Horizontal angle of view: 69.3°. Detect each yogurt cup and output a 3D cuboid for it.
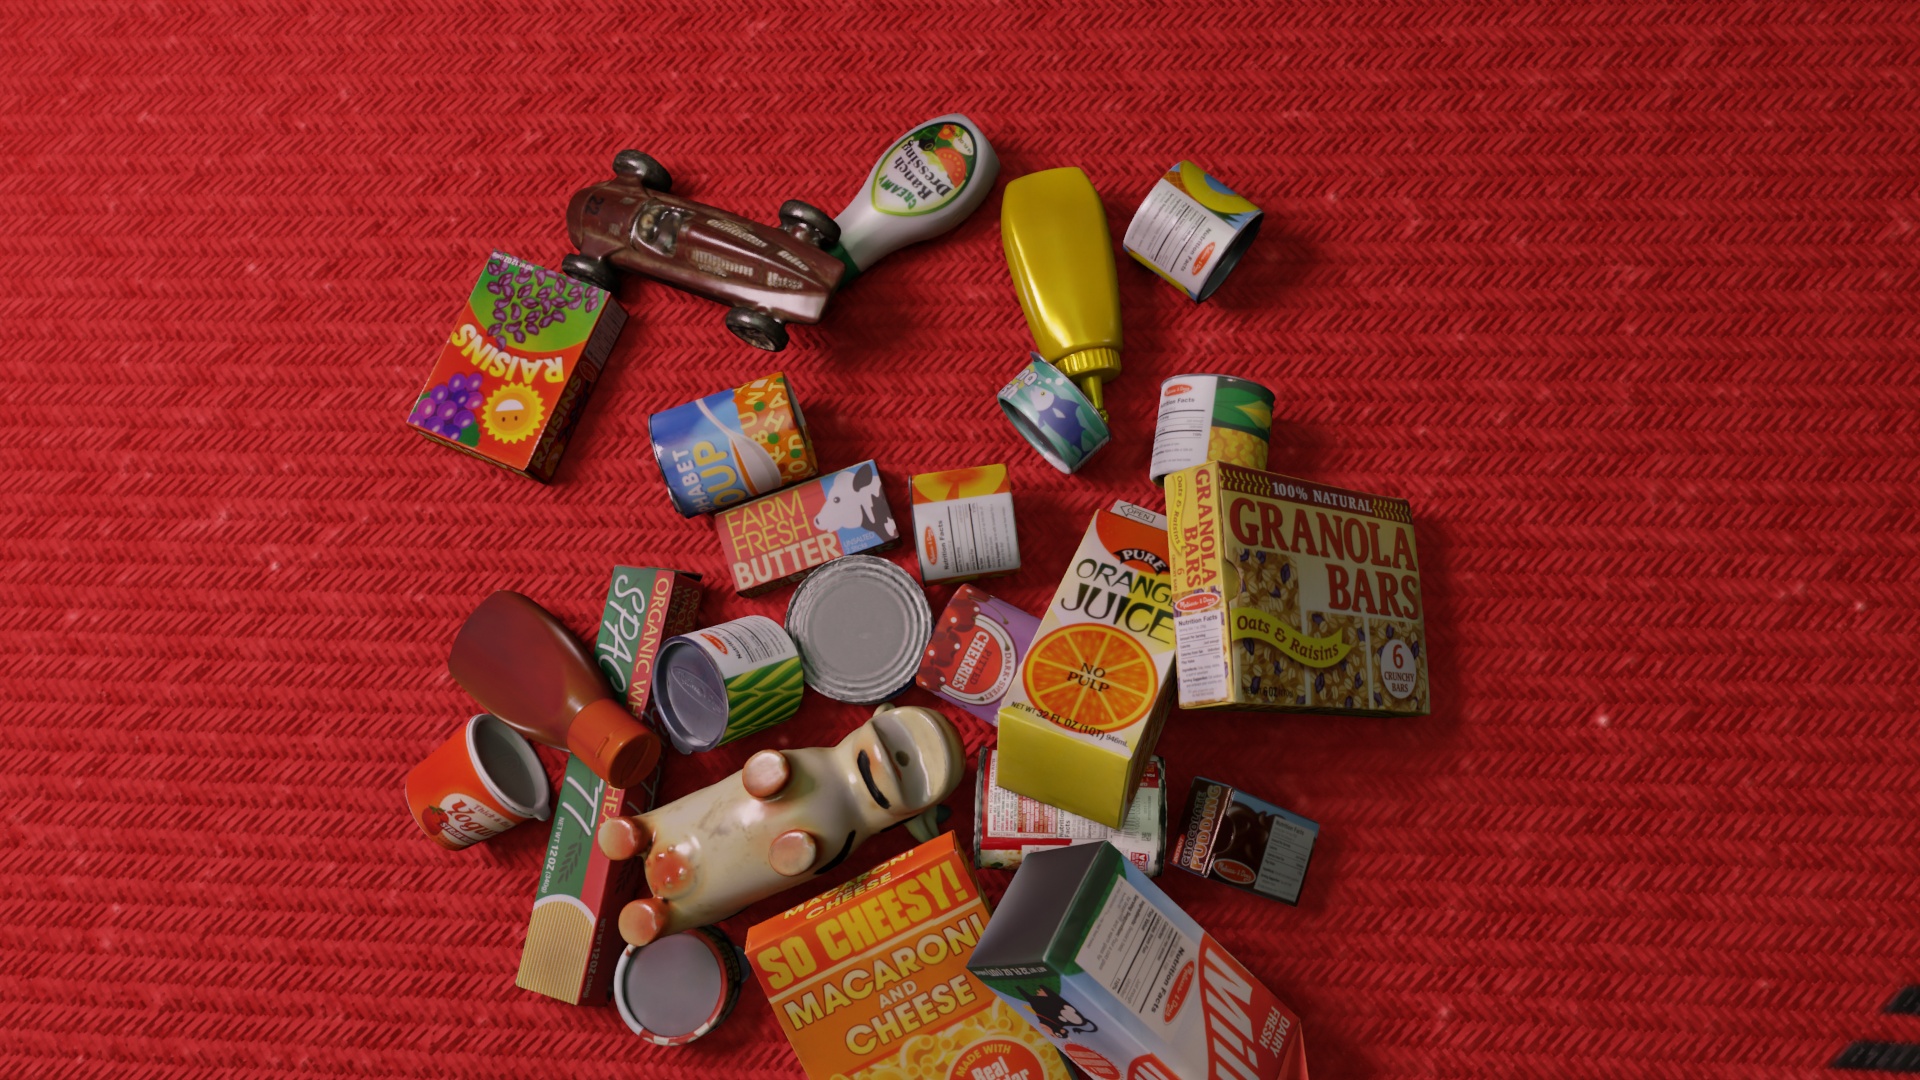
[{"bbox_3d":[-0.279,0.141,0.797,0.054,0.072,0.072,-33,78,6],"label":"yogurt cup"}]

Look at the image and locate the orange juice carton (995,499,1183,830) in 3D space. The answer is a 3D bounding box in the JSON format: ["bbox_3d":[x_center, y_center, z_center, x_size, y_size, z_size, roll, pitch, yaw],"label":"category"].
[{"bbox_3d":[0.087,0.053,0.757,0.072,0.072,0.194,18,50,15],"label":"orange juice carton"}]

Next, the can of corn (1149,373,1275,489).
[{"bbox_3d":[0.148,-0.058,0.807,0.071,0.071,0.058,8,80,6],"label":"can of corn"}]

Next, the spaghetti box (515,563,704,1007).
[{"bbox_3d":[-0.201,0.136,0.801,0.050,0.028,0.250,4,77,29],"label":"spaghetti box"}]

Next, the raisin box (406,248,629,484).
[{"bbox_3d":[-0.274,-0.107,0.862,0.086,0.040,0.123,21,79,8],"label":"raisin box"}]

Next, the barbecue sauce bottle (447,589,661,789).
[{"bbox_3d":[-0.229,0.087,0.787,0.149,0.043,0.065,31,89,33],"label":"barbecue sauce bottle"}]

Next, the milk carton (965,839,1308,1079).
[{"bbox_3d":[0.103,0.244,0.710,0.190,0.072,0.074,44,55,-12],"label":"milk carton"}]

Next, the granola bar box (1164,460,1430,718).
[{"bbox_3d":[0.184,0.031,0.746,0.166,0.039,0.124,8,74,-37],"label":"granola bar box"}]

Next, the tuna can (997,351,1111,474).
[{"bbox_3d":[0.053,-0.074,0.814,0.033,0.071,0.071,-43,78,-4],"label":"tuna can"}]

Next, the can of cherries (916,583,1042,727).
[{"bbox_3d":[0.014,0.065,0.786,0.058,0.071,0.071,26,81,9],"label":"can of cherries"}]

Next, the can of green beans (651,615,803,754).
[{"bbox_3d":[-0.131,0.080,0.787,0.071,0.058,0.071,11,107,40],"label":"can of green beans"}]

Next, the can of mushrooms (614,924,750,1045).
[{"bbox_3d":[-0.156,0.246,0.779,0.071,0.033,0.071,-1,77,5],"label":"can of mushrooms"}]

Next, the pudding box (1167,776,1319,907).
[{"bbox_3d":[0.155,0.163,0.751,0.030,0.083,0.050,8,76,52],"label":"pudding box"}]

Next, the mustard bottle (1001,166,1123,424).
[{"bbox_3d":[0.066,-0.143,0.838,0.065,0.048,0.160,-11,78,2],"label":"mustard bottle"}]

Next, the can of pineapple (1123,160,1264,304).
[{"bbox_3d":[0.140,-0.185,0.835,0.058,0.071,0.071,38,83,11],"label":"can of pineapple"}]

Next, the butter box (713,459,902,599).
[{"bbox_3d":[-0.091,-0.007,0.834,0.103,0.024,0.053,-19,77,0],"label":"butter box"}]

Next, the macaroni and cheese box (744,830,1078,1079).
[{"bbox_3d":[-0.023,0.256,0.738,0.124,0.040,0.166,-26,97,-2],"label":"macaroni and cheese box"}]

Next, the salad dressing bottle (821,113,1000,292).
[{"bbox_3d":[-0.045,-0.202,0.862,0.148,0.044,0.064,-39,78,-2],"label":"salad dressing bottle"}]

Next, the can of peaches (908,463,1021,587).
[{"bbox_3d":[0.003,-0.010,0.807,0.058,0.071,0.071,-8,78,2],"label":"can of peaches"}]

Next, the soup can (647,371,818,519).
[{"bbox_3d":[-0.133,-0.055,0.824,0.084,0.071,0.071,-19,77,0],"label":"soup can"}]
